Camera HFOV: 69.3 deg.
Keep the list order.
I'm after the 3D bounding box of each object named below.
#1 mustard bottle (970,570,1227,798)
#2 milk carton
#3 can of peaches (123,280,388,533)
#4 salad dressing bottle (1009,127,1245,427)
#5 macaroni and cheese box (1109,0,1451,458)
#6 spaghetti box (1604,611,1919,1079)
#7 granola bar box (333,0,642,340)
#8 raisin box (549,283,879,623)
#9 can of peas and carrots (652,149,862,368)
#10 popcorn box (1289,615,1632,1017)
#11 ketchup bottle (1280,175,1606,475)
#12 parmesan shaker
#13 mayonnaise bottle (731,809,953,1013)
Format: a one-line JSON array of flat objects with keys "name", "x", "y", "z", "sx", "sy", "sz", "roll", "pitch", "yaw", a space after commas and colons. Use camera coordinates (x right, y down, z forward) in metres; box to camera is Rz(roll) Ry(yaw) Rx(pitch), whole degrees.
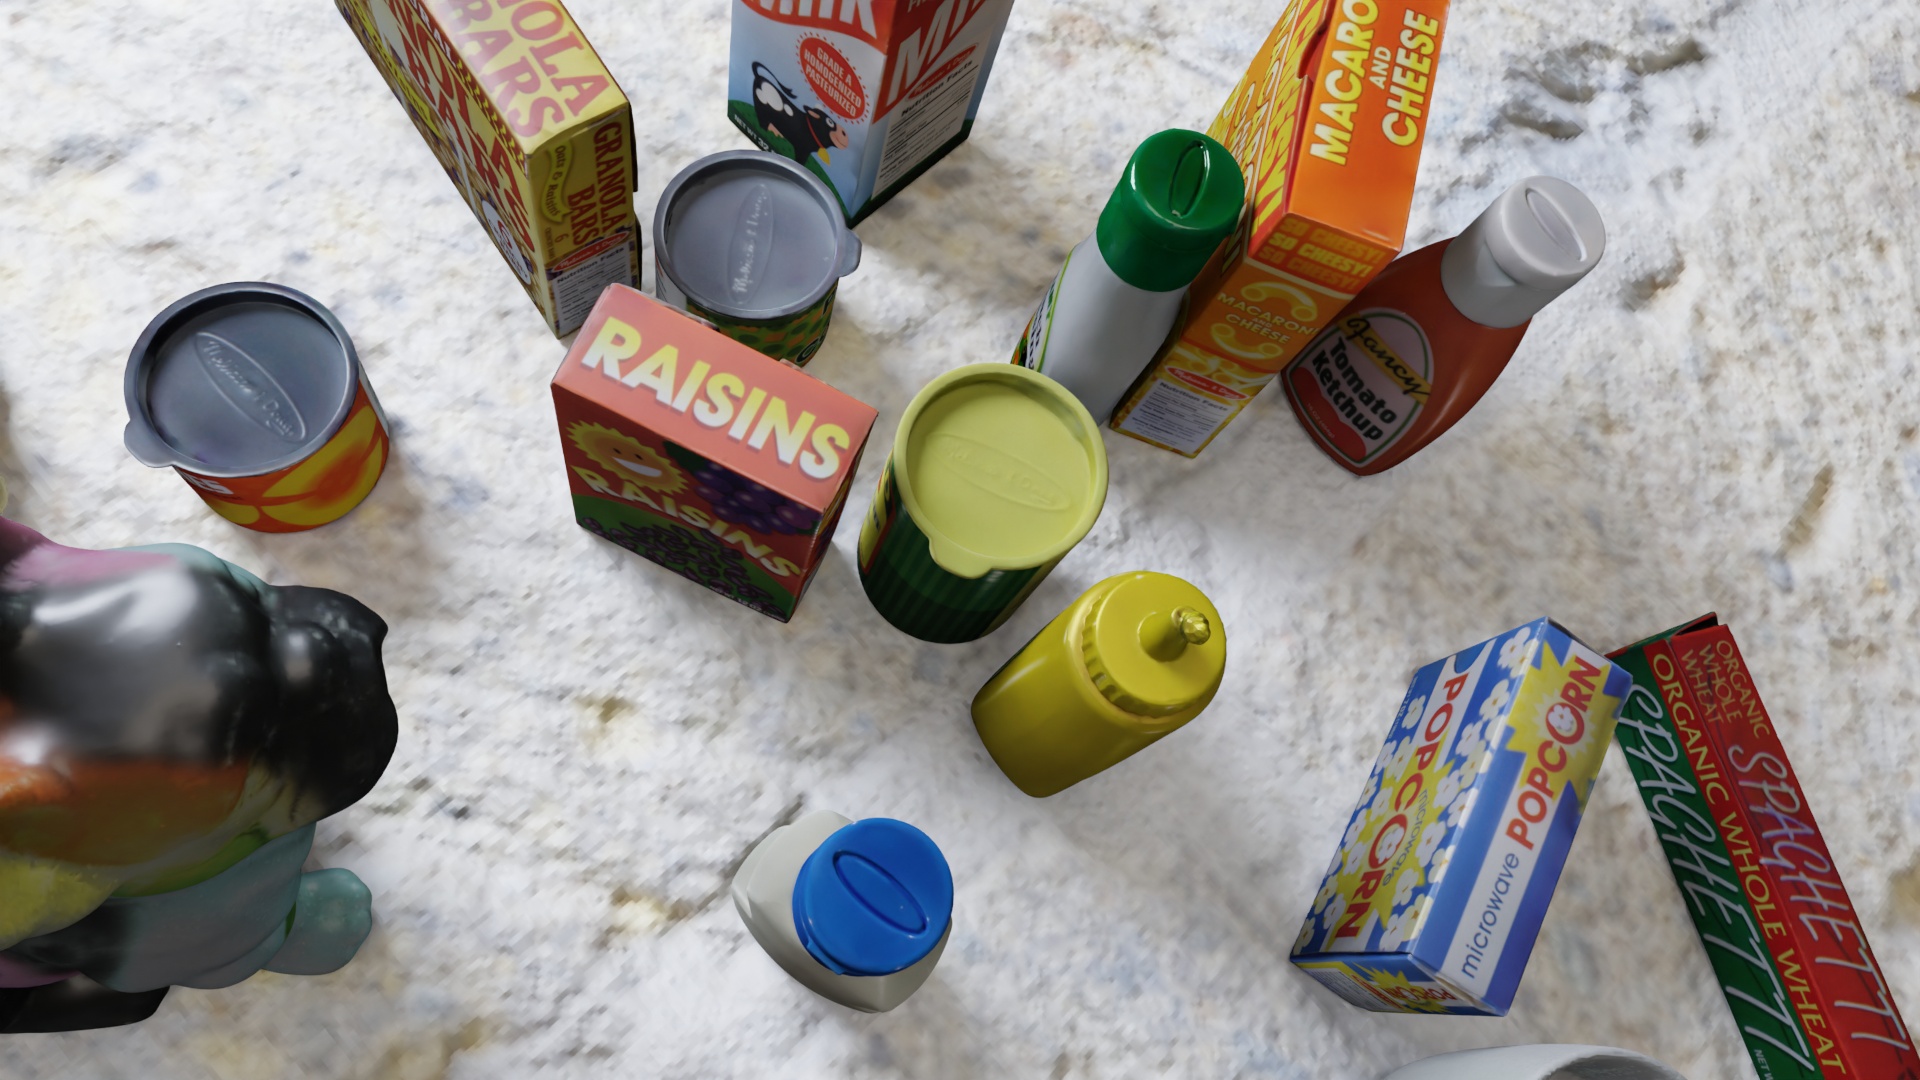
[{"name": "mustard bottle", "x": 0.047, "y": 0.040, "z": 0.425, "sx": 0.065, "sy": 0.159, "sz": 0.049, "roll": -33, "pitch": 82, "yaw": -19}, {"name": "milk carton", "x": -0.027, "y": -0.196, "z": 0.472, "sx": 0.072, "sy": 0.190, "sz": 0.074, "roll": 45, "pitch": 70, "yaw": 5}, {"name": "can of peaches", "x": -0.226, "y": -0.040, "z": 0.450, "sx": 0.071, "sy": 0.058, "sz": 0.071, "roll": 4, "pitch": 71, "yaw": -11}, {"name": "salad dressing bottle", "x": 0.054, "y": -0.084, "z": 0.475, "sx": 0.044, "sy": 0.147, "sz": 0.064, "roll": 21, "pitch": 69, "yaw": -4}, {"name": "macaroni and cheese box", "x": 0.107, "y": -0.116, "z": 0.486, "sx": 0.040, "sy": 0.166, "sz": 0.124, "roll": 19, "pitch": 70, "yaw": -5}, {"name": "spaghetti box", "x": 0.299, "y": 0.151, "z": 0.500, "sx": 0.029, "sy": 0.050, "sz": 0.250, "roll": -13, "pitch": 75, "yaw": -15}, {"name": "granola bar box", "x": -0.167, "y": -0.167, "z": 0.469, "sx": 0.039, "sy": 0.123, "sz": 0.165, "roll": -32, "pitch": 81, "yaw": -19}, {"name": "raisin box", "x": -0.078, "y": -0.022, "z": 0.440, "sx": 0.086, "sy": 0.123, "sz": 0.040, "roll": 26, "pitch": 69, "yaw": -2}, {"name": "can of peas and carrots", "x": -0.074, "y": -0.096, "z": 0.500, "sx": 0.071, "sy": 0.058, "sz": 0.071, "roll": 4, "pitch": 71, "yaw": -11}, {"name": "popcorn box", "x": 0.168, "y": 0.096, "z": 0.472, "sx": 0.038, "sy": 0.085, "sz": 0.127, "roll": 32, "pitch": 69, "yaw": 0}, {"name": "ketchup bottle", "x": 0.169, "y": -0.076, "z": 0.495, "sx": 0.044, "sy": 0.148, "sz": 0.065, "roll": -31, "pitch": 81, "yaw": -19}, {"name": "parmesan shaker", "x": 0.002, "y": -0.006, "z": 0.462, "sx": 0.071, "sy": 0.102, "sz": 0.071, "roll": 4, "pitch": 72, "yaw": -11}, {"name": "mayonnaise bottle", "x": -0.032, "y": 0.105, "z": 0.394, "sx": 0.065, "sy": 0.147, "sz": 0.041, "roll": 40, "pitch": 69, "yaw": 3}]
